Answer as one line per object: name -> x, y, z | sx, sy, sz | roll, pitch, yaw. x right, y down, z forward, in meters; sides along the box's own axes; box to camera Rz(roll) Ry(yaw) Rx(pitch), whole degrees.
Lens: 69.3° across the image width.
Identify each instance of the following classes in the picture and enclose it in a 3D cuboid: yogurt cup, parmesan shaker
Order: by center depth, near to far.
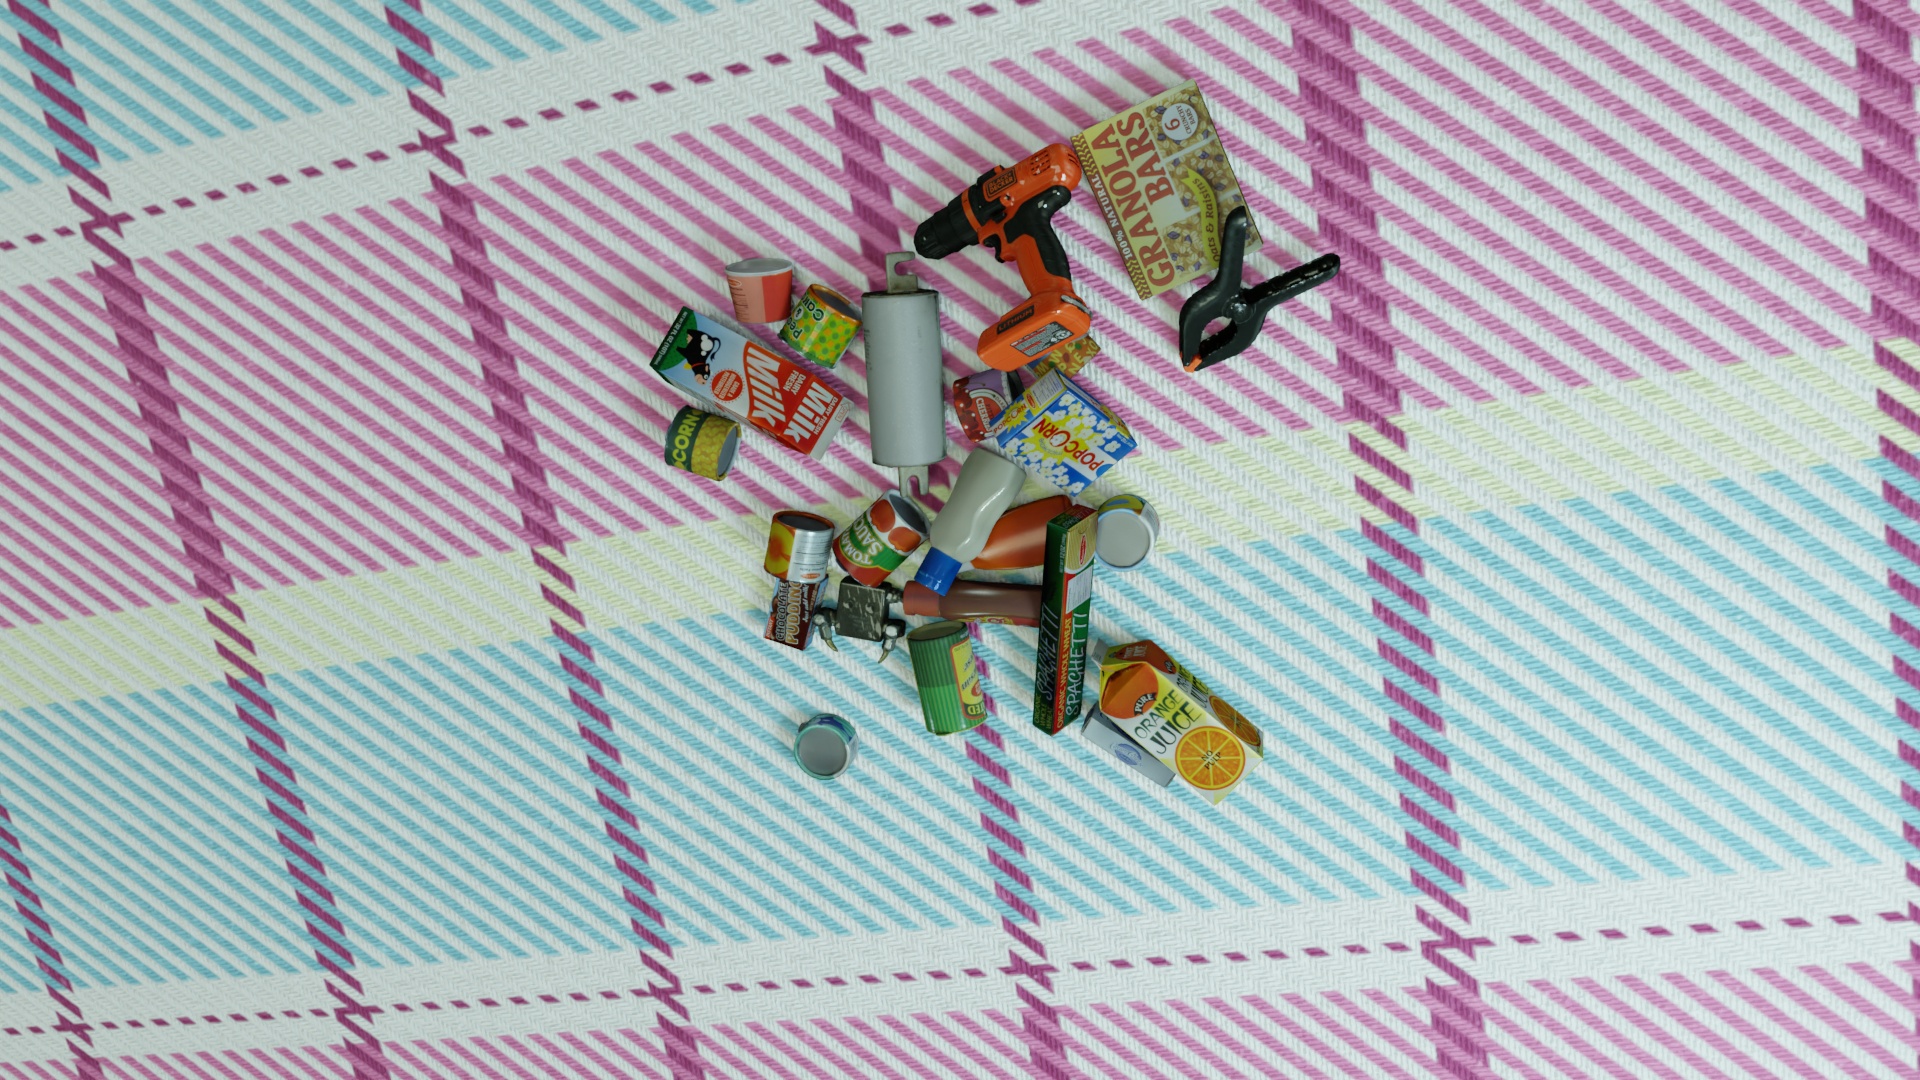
yogurt cup -> -0.199, -0.248, 1.385 | 0.072, 0.073, 0.053 | 2, 113, 12
parmesan shaker -> -0.015, 0.142, 1.440 | 0.071, 0.071, 0.103 | -9, 102, 15

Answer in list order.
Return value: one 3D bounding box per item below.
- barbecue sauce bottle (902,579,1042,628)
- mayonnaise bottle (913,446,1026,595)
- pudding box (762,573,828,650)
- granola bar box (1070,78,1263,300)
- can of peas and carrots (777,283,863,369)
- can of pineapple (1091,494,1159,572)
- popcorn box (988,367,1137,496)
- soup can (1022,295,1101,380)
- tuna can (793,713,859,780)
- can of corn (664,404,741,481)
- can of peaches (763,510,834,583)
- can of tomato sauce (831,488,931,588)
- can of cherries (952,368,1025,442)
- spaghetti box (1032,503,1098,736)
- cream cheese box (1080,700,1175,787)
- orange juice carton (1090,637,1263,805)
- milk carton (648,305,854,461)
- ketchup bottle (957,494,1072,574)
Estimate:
barbecue sauce bottle -> 0.017, 0.063, 1.413 | 0.148, 0.065, 0.044 | 4, 82, 9
mayonnaise bottle -> 0.005, -0.017, 1.379 | 0.065, 0.041, 0.148 | 28, 87, 39
pudding box -> -0.176, 0.070, 1.479 | 0.050, 0.030, 0.083 | 19, 107, 8
granola bar box -> 0.192, -0.324, 1.290 | 0.124, 0.039, 0.165 | -22, 99, 16
can of peas and carrots -> -0.138, -0.214, 1.376 | 0.071, 0.071, 0.058 | 37, 108, 1
can of pineapple -> 0.159, -0.007, 1.369 | 0.071, 0.058, 0.070 | 3, 105, 12
popcorn box -> 0.099, -0.102, 1.329 | 0.085, 0.126, 0.038 | -40, 48, 19
soup can -> 0.086, -0.194, 1.333 | 0.071, 0.071, 0.084 | -43, 93, 19
tuna can -> -0.149, 0.224, 1.512 | 0.071, 0.033, 0.071 | 3, 105, 11
can of corn -> -0.266, -0.100, 1.434 | 0.058, 0.071, 0.071 | 18, 108, 7
can of peaches -> -0.169, 0.005, 1.443 | 0.071, 0.071, 0.058 | 15, 108, 8
can of tomato sauce -> -0.081, -0.003, 1.418 | 0.083, 0.071, 0.071 | -43, 92, 18
can of cherries -> 0.030, -0.133, 1.358 | 0.058, 0.072, 0.071 | -16, 101, 16
spaghetti box -> 0.103, 0.083, 1.375 | 0.029, 0.050, 0.248 | 25, 128, 33
cream cheese box -> 0.174, 0.208, 1.424 | 0.104, 0.053, 0.024 | 32, 107, 3
orange juice carton -> 0.208, 0.169, 1.397 | 0.193, 0.072, 0.073 | 40, 109, 0
milk carton -> -0.206, -0.154, 1.395 | 0.191, 0.073, 0.072 | 29, 84, 4
ketchup bottle -> 0.046, 0.002, 1.405 | 0.148, 0.043, 0.064 | -16, 91, 16
